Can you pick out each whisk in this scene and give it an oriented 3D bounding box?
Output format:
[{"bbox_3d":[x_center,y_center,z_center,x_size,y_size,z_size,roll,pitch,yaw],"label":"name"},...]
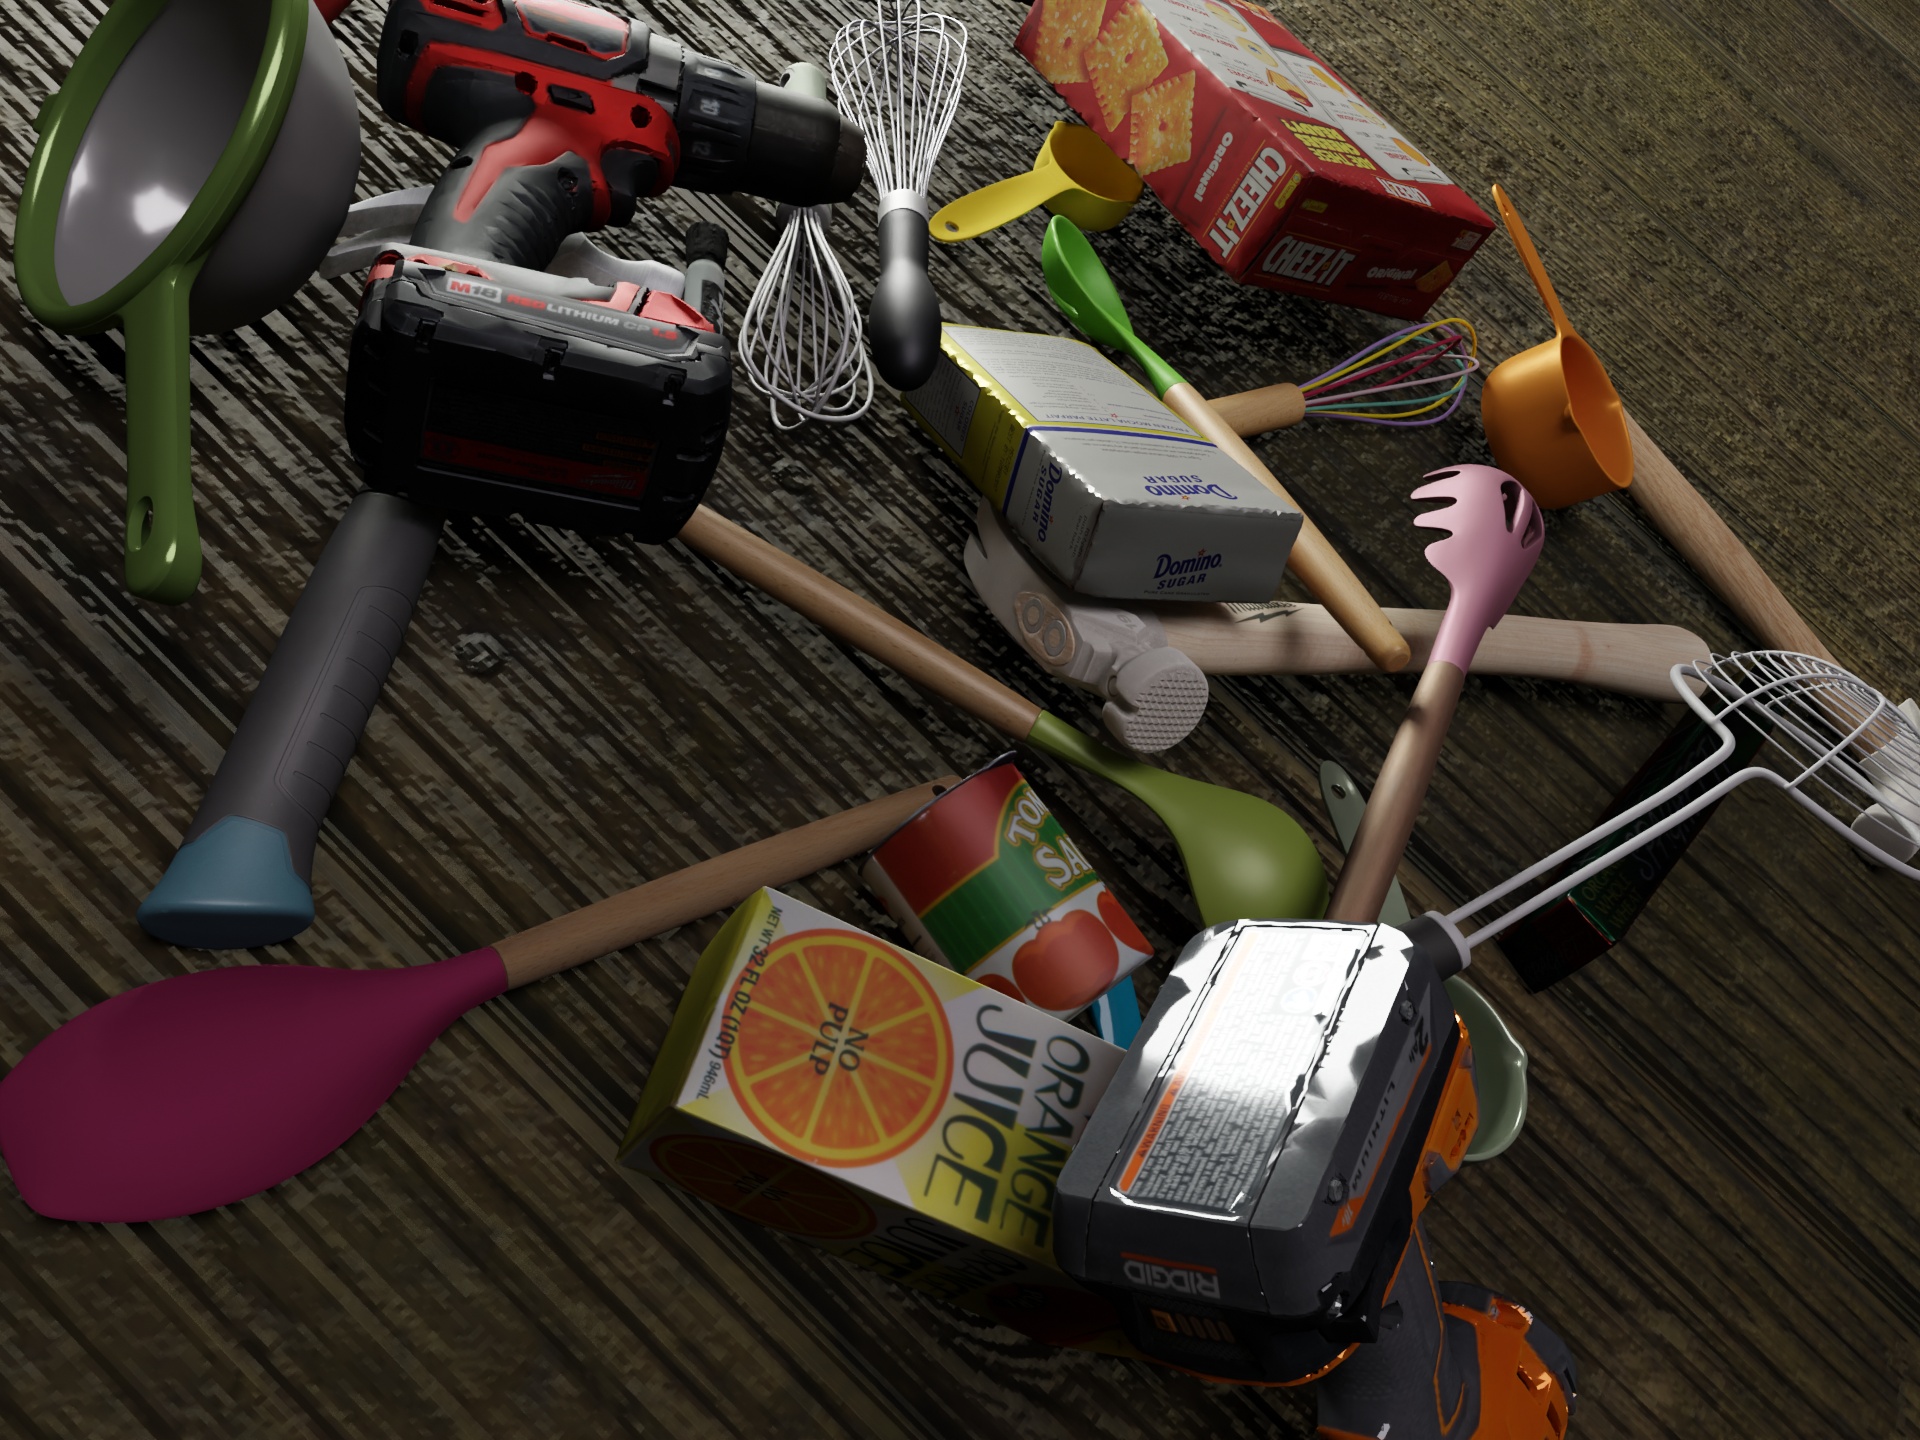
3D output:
[{"bbox_3d":[-0.025,-0.244,0.715,0.070,0.070,0.285,14,48,-20],"label":"whisk"},{"bbox_3d":[0.182,-0.168,0.805,0.245,0.047,0.051,-19,71,-33],"label":"whisk"},{"bbox_3d":[-0.068,-0.217,0.701,0.059,0.057,0.247,16,48,-25],"label":"whisk"}]

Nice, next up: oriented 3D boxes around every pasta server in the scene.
[{"bbox_3d":[0.169,0.004,0.599,0.060,0.040,0.316,42,54,-15],"label":"pasta server"}]

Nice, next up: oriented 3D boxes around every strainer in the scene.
[{"bbox_3d":[-0.238,-0.142,0.520,0.069,0.151,0.257,25,45,-53],"label":"strainer"}]

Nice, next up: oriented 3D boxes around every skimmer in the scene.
[{"bbox_3d":[0.227,0.071,0.603,0.363,0.090,0.127,-26,54,-16],"label":"skimmer"}]

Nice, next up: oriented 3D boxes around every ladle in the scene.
[{"bbox_3d":[-0.001,-0.002,0.601,0.320,0.062,0.078,31,28,3],"label":"ladle"}]

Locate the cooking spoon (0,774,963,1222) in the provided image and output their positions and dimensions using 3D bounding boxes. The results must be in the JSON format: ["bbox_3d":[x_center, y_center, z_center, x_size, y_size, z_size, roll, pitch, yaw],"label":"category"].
[{"bbox_3d":[-0.121,0.068,0.497,0.319,0.017,0.069,-19,65,-36],"label":"cooking spoon"}]

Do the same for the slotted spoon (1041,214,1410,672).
[{"bbox_3d":[0.104,-0.127,0.690,0.070,0.031,0.314,33,21,-47],"label":"slotted spoon"}]

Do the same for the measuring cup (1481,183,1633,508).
[{"bbox_3d":[0.300,-0.195,0.849,0.095,0.052,0.173,-24,91,-51],"label":"measuring cup"}]

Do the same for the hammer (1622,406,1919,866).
[{"bbox_3d":[0.436,-0.078,0.888,0.130,0.031,0.331,-23,71,-37],"label":"hammer"}]

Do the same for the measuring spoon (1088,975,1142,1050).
[{"bbox_3d":[0.062,0.111,0.564,0.042,0.021,0.129,1,61,-28],"label":"measuring spoon"}]

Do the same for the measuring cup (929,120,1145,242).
[{"bbox_3d":[0.033,-0.257,0.796,0.062,0.029,0.156,48,52,8],"label":"measuring cup"}]

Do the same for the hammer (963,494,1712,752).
[{"bbox_3d":[0.195,-0.041,0.716,0.410,0.038,0.146,1,34,-34],"label":"hammer"}]

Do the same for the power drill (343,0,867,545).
[{"bbox_3d":[-0.122,-0.176,0.578,0.187,0.080,0.227,9,53,-20],"label":"power drill"}]

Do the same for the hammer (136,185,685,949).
[{"bbox_3d":[-0.191,-0.070,0.544,0.128,0.033,0.331,20,52,-16],"label":"hammer"}]

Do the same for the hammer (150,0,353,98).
[{"bbox_3d":[-0.239,-0.367,0.695,0.149,0.036,0.359,10,54,22],"label":"hammer"}]

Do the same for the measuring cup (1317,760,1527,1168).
[{"bbox_3d":[0.161,0.095,0.620,0.083,0.038,0.168,3,56,-26],"label":"measuring cup"}]

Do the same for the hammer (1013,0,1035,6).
[{"bbox_3d":[0.003,-0.405,0.848,0.408,0.036,0.149,-3,31,-35],"label":"hammer"}]

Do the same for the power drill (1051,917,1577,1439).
[{"bbox_3d":[0.108,0.187,0.445,0.164,0.084,0.226,-52,127,-41],"label":"power drill"}]
